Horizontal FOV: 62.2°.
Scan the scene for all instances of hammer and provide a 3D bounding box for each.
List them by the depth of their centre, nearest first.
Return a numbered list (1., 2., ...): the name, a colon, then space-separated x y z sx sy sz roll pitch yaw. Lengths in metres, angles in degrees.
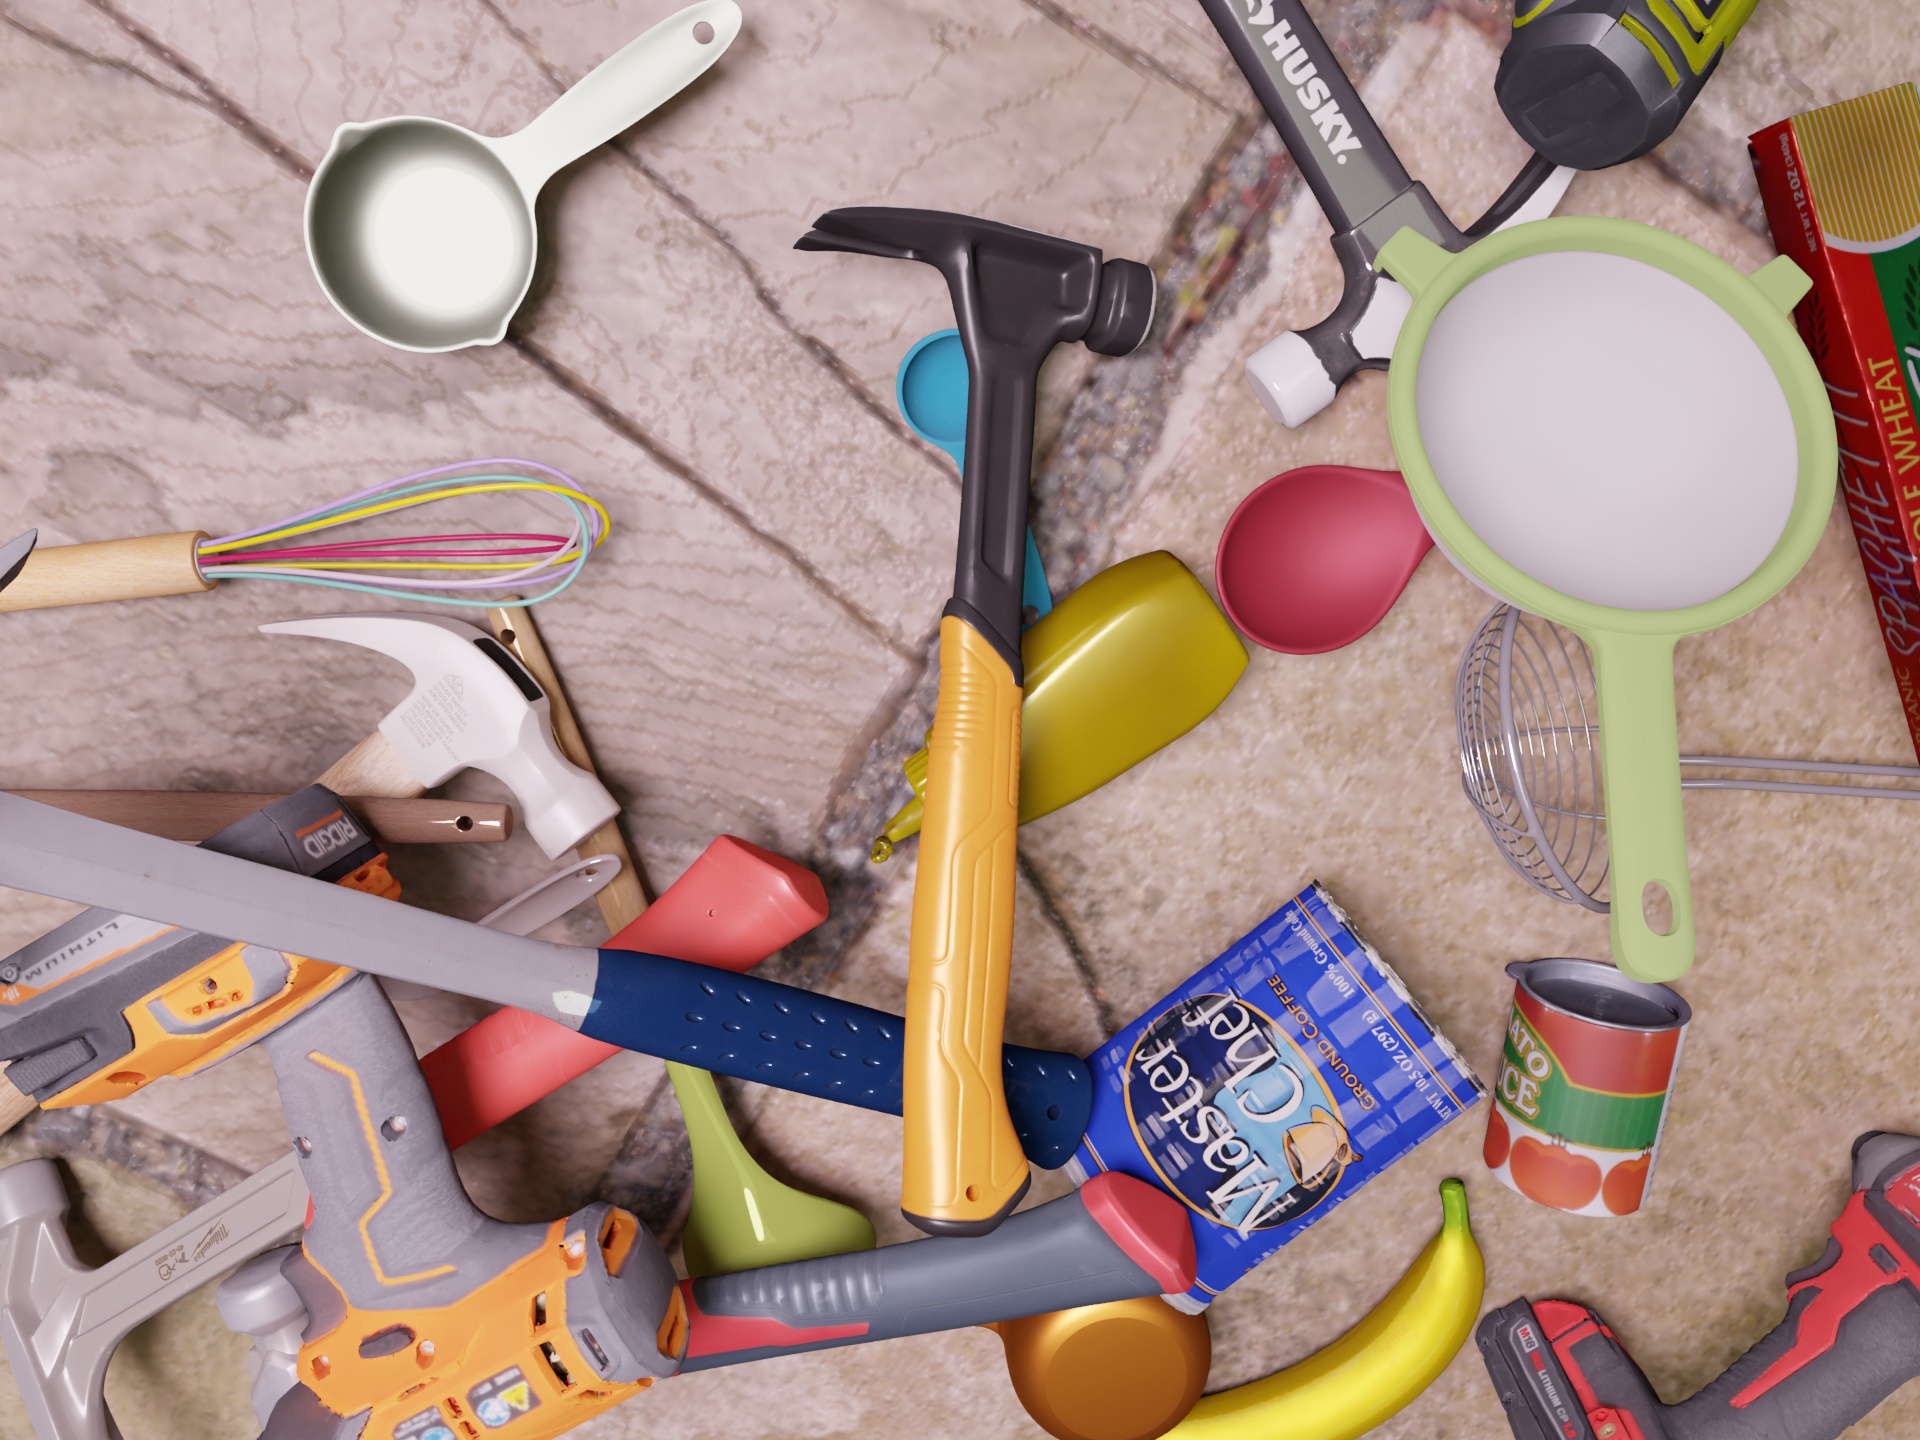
1. hammer: -0.123 0.074 0.488 0.405 0.035 0.144 22 72 -30
2. hammer: -0.001 -0.002 0.530 0.127 0.034 0.337 5 84 -24
3. hammer: 0.084 -0.276 0.537 0.146 0.035 0.334 -35 104 6
4. hammer: -0.201 0.158 0.585 0.359 0.036 0.149 -31 78 8
5. hammer: -0.291 0.078 0.594 0.331 0.031 0.130 -37 92 9
6. hammer: -0.097 0.242 0.600 0.386 0.038 0.143 -15 101 16

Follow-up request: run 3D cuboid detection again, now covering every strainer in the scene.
1. strainer: 0.210 -0.040 0.533 0.151 0.069 0.256 3 76 -5

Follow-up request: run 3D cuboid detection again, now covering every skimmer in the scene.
1. skimmer: 0.356 0.016 0.608 0.363 0.090 0.127 4 73 -8

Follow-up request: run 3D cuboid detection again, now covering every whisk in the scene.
1. whisk: -0.246 -0.056 0.568 0.245 0.047 0.051 -6 93 1

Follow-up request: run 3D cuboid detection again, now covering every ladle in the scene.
1. ladle: 0.237 -0.114 0.597 0.315 0.031 0.069 -27 97 1
2. ladle: -0.115 0.101 0.624 0.078 0.062 0.320 -18 99 13

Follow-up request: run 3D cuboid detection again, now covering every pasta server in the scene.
1. pasta server: -0.314 0.031 0.563 0.316 0.040 0.060 1 98 2

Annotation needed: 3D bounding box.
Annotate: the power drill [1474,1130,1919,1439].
1. power drill: 0.334 0.251 0.649 0.219 0.143 0.078 -34 101 11

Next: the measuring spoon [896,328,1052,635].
1. measuring spoon: 0.009 -0.085 0.595 0.042 0.021 0.128 -23 115 -6

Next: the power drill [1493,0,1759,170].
1. power drill: 0.181 -0.312 0.504 0.223 0.080 0.171 41 74 -16

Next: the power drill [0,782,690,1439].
1. power drill: -0.214 0.154 0.521 0.164 0.084 0.226 -30 97 5

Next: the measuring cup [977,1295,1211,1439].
1. measuring cup: 0.020 0.260 0.663 0.173 0.052 0.095 2 105 -7

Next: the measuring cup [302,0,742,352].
1. measuring cup: -0.143 -0.190 0.541 0.167 0.038 0.083 -35 105 3

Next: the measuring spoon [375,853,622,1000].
1. measuring spoon: -0.176 0.074 0.602 0.124 0.018 0.034 -29 144 20
